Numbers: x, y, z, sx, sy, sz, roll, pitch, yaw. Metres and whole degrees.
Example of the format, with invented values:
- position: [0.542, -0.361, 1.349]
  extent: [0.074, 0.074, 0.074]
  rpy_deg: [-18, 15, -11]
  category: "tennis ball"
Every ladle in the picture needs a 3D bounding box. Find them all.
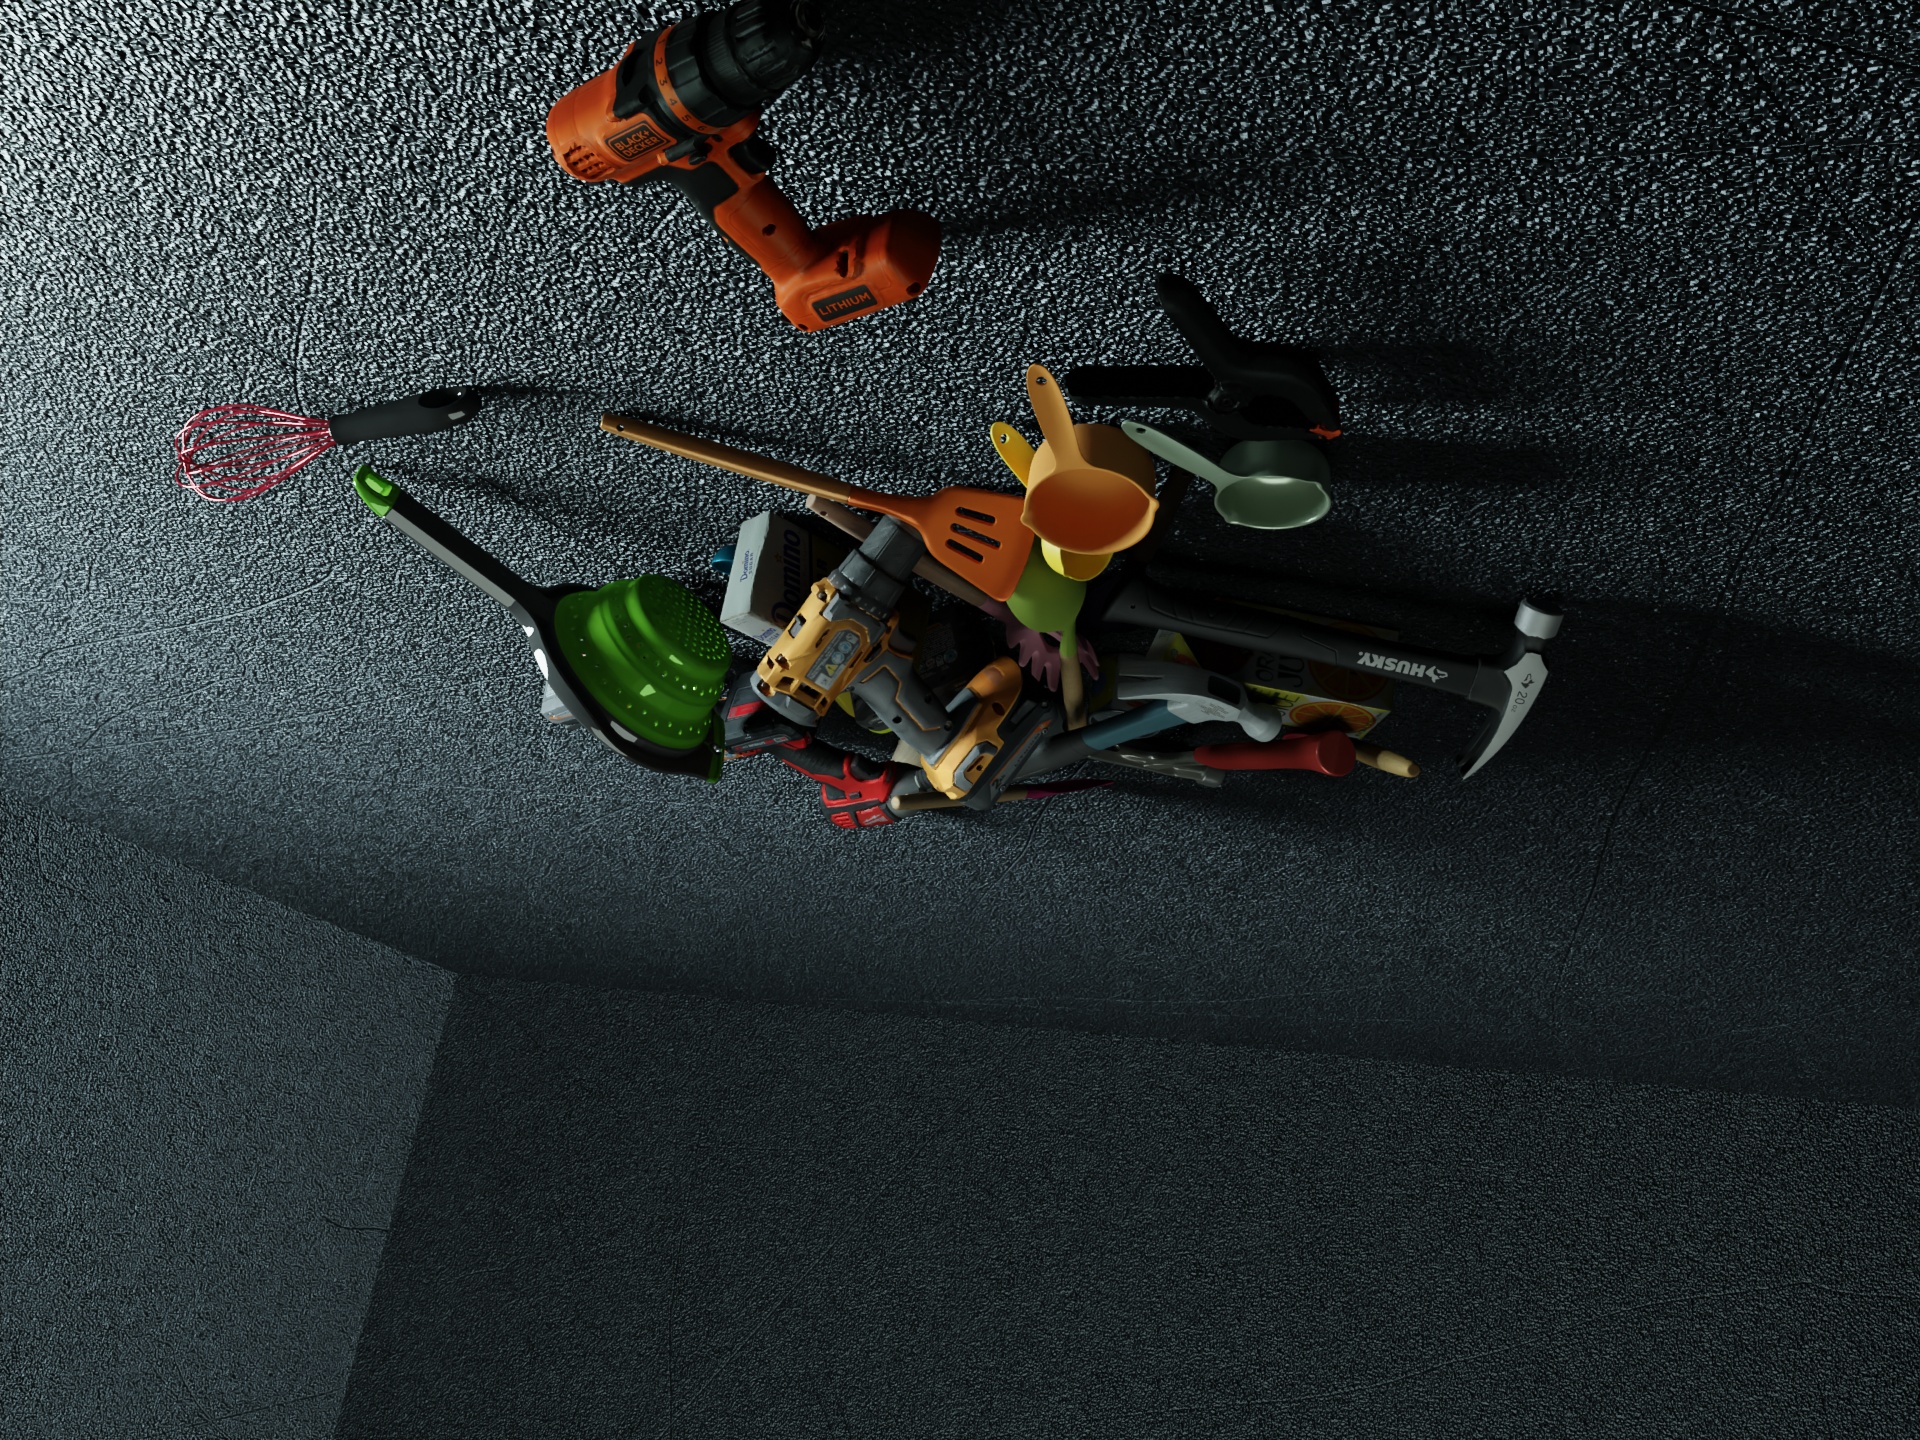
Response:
- position: [0.079, -0.047, 1.316]
  extent: [0.062, 0.078, 0.319]
  rpy_deg: [9, 154, 13]
  category: "ladle"
- position: [0.338, 0.025, 1.357]
  extent: [0.069, 0.031, 0.315]
  rpy_deg: [10, -176, -2]
  category: "ladle"

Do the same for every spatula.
- position: [-0.105, -0.170, 1.160]
  extent: [0.322, 0.081, 0.041]
  rpy_deg: [16, -159, -7]
  category: "spatula"
- position: [0.140, -0.126, 1.208]
  extent: [0.060, 0.018, 0.315]
  rpy_deg: [8, 161, -3]
  category: "spatula"

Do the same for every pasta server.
- position: [-0.001, -0.105, 1.301]
  extent: [0.316, 0.040, 0.060]
  rpy_deg: [27, 136, -37]
  category: "pasta server"

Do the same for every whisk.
- position: [-0.480, -0.216, 1.195]
  extent: [0.296, 0.073, 0.073]
  rpy_deg: [-5, 155, 23]
  category: "whisk"

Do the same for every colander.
- position: [-0.325, -0.107, 1.357]
  extent: [0.094, 0.205, 0.396]
  rpy_deg: [-40, 119, 20]
  category: "colander"

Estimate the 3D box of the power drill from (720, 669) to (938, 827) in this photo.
- position: [-0.124, 0.034, 1.572]
  extent: [0.143, 0.079, 0.219]
  rpy_deg: [-11, 142, 38]
  category: "power drill"

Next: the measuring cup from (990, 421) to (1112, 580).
- position: [0.058, -0.160, 1.130]
  extent: [0.029, 0.062, 0.156]
  rpy_deg: [24, 163, 49]
  category: "measuring cup"

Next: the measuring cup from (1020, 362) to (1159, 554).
- position: [0.076, -0.184, 1.046]
  extent: [0.095, 0.052, 0.173]
  rpy_deg: [-5, 142, 19]
  category: "measuring cup"

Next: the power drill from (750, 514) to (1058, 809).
- position: [-0.028, -0.048, 1.263]
  extent: [0.226, 0.185, 0.084]
  rpy_deg: [31, -170, -30]
  category: "power drill"

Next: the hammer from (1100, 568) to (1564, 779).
- position: [0.273, -0.054, 1.214]
  extent: [0.335, 0.035, 0.146]
  rpy_deg: [12, 116, 1]
  category: "hammer"

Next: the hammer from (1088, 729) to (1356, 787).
- position: [0.239, 0.030, 1.438]
  extent: [0.149, 0.037, 0.359]
  rpy_deg: [14, 174, -15]
  category: "hammer"

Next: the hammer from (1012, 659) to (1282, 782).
- position: [0.104, 0.019, 1.349]
  extent: [0.128, 0.033, 0.331]
  rpy_deg: [26, 149, -32]
  category: "hammer"

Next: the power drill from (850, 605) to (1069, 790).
- position: [-0.002, -0.005, 1.453]
  extent: [0.171, 0.080, 0.223]
  rpy_deg: [-24, 148, 17]
  category: "power drill"

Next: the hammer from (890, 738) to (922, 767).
- position: [-0.049, 0.047, 1.730]
  extent: [0.146, 0.038, 0.410]
  rpy_deg: [12, 160, -9]
  category: "hammer"

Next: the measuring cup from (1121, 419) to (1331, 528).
- position: [0.171, -0.174, 1.034]
  extent: [0.167, 0.038, 0.083]
  rpy_deg: [21, 157, -30]
  category: "measuring cup"

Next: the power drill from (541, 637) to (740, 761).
- position: [-0.305, -0.013, 1.623]
  extent: [0.226, 0.084, 0.164]
  rpy_deg: [20, 157, -36]
  category: "power drill"

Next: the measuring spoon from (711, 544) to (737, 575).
- position: [-0.181, -0.126, 1.364]
  extent: [0.042, 0.021, 0.128]
  rpy_deg: [6, 169, 6]
  category: "measuring spoon"

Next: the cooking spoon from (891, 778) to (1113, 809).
- position: [0.047, 0.074, 1.633]
  extent: [0.069, 0.017, 0.318]
  rpy_deg: [-14, 172, 43]
  category: "cooking spoon"
